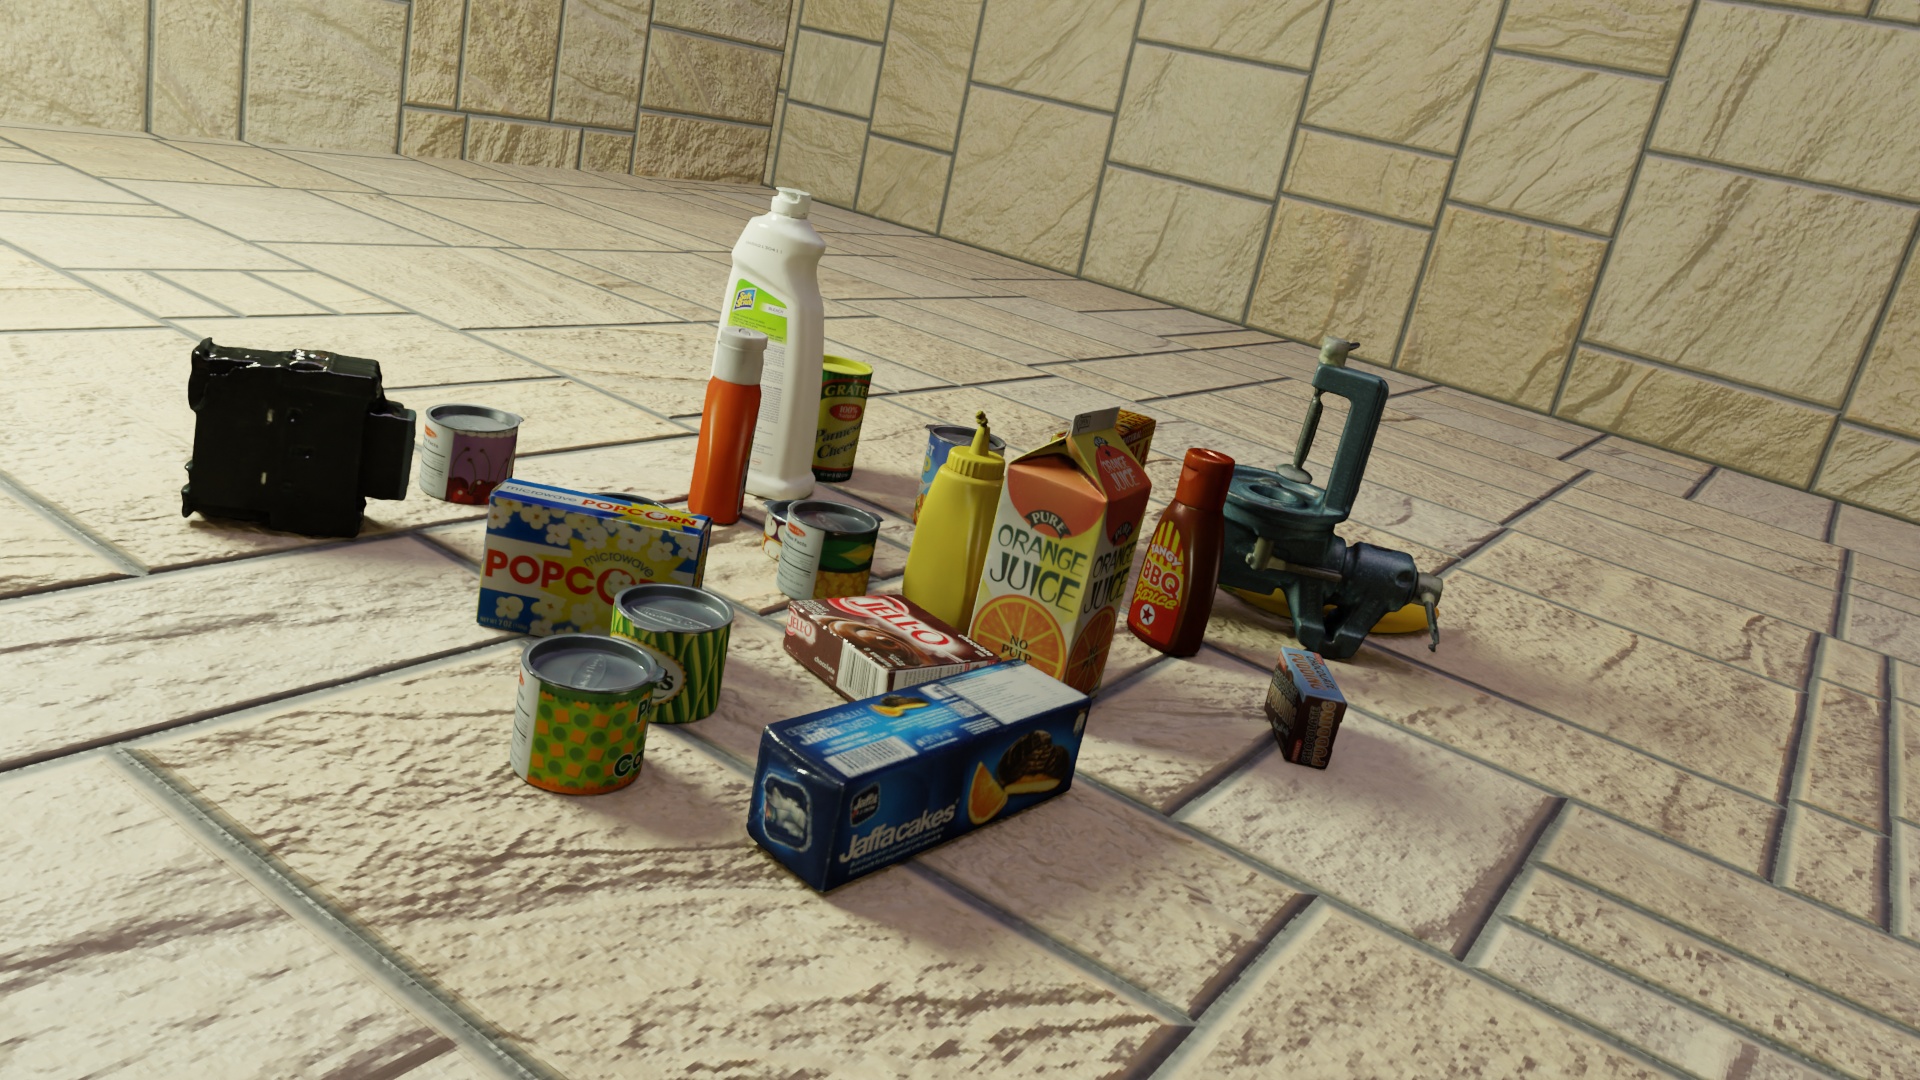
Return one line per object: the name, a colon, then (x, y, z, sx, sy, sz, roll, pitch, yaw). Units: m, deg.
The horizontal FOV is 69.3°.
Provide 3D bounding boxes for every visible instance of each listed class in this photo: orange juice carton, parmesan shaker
orange juice carton: (0.065, 0.009, 0.881, 0.073, 0.192, 0.072, 21, 20, 26)
parmesan shaker: (-0.119, -0.111, 1.261, 0.071, 0.102, 0.071, 11, 18, -4)

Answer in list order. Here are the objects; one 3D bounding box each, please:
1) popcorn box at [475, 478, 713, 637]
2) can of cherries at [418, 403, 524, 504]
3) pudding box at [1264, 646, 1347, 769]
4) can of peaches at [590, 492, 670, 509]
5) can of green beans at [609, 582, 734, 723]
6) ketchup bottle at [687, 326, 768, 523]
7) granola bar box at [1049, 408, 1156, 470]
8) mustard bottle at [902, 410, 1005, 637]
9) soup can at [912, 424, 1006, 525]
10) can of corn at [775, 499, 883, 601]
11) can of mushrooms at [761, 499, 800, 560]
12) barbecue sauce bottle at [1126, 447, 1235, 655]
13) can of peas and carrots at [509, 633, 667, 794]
popcorn box: (-0.220, 0.018, 0.836, 0.127, 0.085, 0.038, 11, 18, -4)
can of cherries: (-0.362, -0.064, 1.030, 0.071, 0.058, 0.072, 11, 18, -4)
pudding box: (0.227, 0.109, 0.918, 0.030, 0.049, 0.084, 12, 18, -1)
can of peaches: (-0.222, 0.007, 0.911, 0.071, 0.058, 0.071, 11, 18, -4)
can of green beans: (-0.165, 0.063, 0.782, 0.071, 0.057, 0.071, 11, 18, -4)
ketchup bottle: (-0.181, -0.091, 1.086, 0.043, 0.148, 0.065, 8, 18, -13)
granola bar box: (0.107, -0.037, 1.156, 0.039, 0.123, 0.166, 19, 19, 20)
mustard bottle: (0.003, -0.012, 0.953, 0.065, 0.159, 0.049, 24, 21, 32)
soup can: (-0.004, -0.051, 1.187, 0.071, 0.083, 0.071, 11, 18, -4)
can of corn: (-0.093, 0.009, 0.990, 0.071, 0.058, 0.071, 11, 18, -4)
can of mushrooms: (-0.119, -0.006, 1.057, 0.071, 0.033, 0.071, 11, 18, -4)
barbecue sauce bottle: (0.166, 0.007, 1.025, 0.044, 0.148, 0.065, 1, 21, -32)
can of peas and carrots: (-0.186, 0.086, 0.695, 0.071, 0.058, 0.071, 11, 18, -4)
